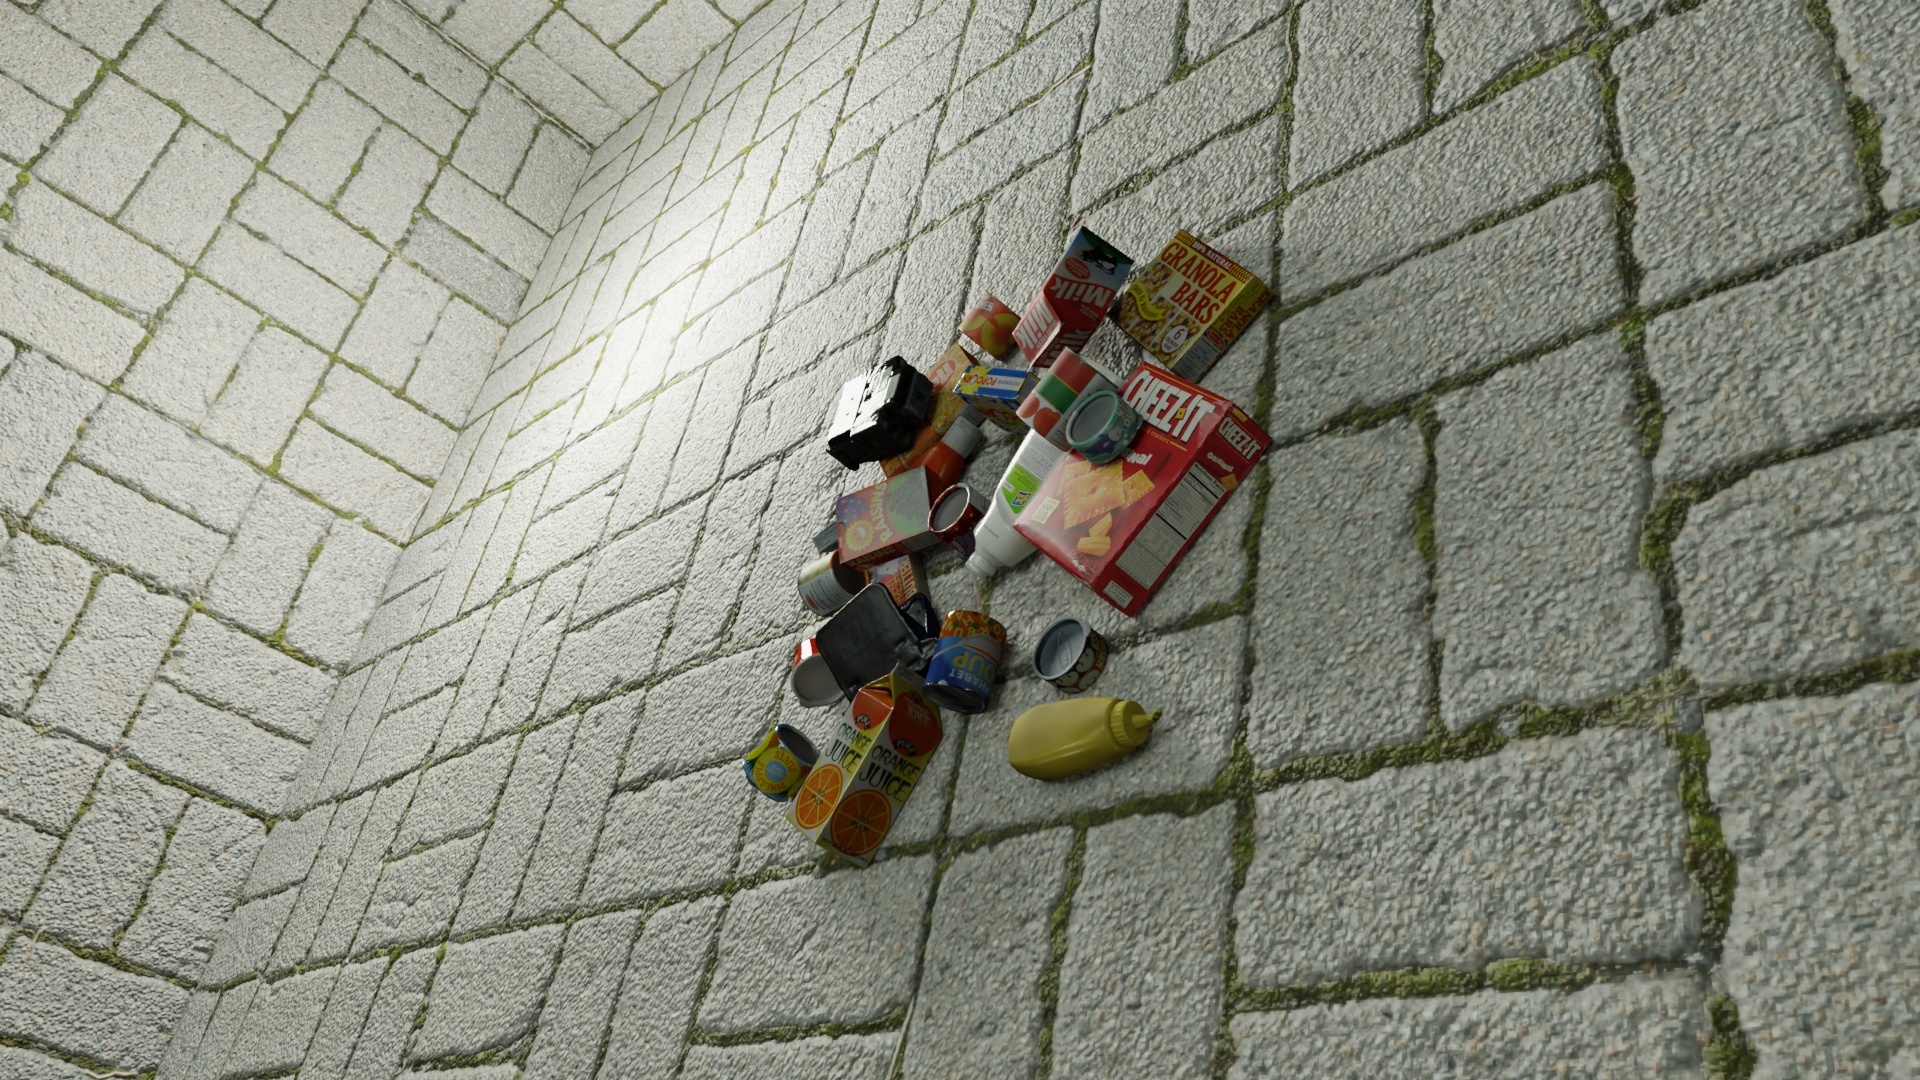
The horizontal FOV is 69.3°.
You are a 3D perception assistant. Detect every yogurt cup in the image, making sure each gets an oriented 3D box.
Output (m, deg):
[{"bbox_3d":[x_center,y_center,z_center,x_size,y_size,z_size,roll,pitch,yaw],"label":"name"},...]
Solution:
[{"bbox_3d":[-0.159,0.145,1.564,0.072,0.072,0.054,-47,25,11],"label":"yogurt cup"}]

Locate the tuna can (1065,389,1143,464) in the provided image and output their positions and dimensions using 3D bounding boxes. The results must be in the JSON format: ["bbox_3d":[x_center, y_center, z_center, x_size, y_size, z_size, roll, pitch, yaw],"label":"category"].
[{"bbox_3d":[0.136,-0.109,1.318,0.071,0.033,0.071,-34,35,28],"label":"tuna can"}]

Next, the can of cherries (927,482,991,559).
[{"bbox_3d":[0.005,-0.019,1.509,0.071,0.058,0.072,-32,38,30],"label":"can of cherries"}]

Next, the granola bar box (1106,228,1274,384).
[{"bbox_3d":[0.235,-0.244,1.443,0.124,0.039,0.166,-49,32,10],"label":"granola bar box"}]

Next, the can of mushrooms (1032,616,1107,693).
[{"bbox_3d":[0.103,0.105,1.291,0.071,0.033,0.071,-33,37,30],"label":"can of mushrooms"}]

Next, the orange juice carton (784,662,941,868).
[{"bbox_3d":[-0.087,0.220,1.393,0.073,0.071,0.193,18,76,56],"label":"orange juice carton"}]

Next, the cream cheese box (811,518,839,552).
[{"bbox_3d":[-0.126,-0.020,1.682,0.103,0.053,0.024,-35,75,27],"label":"cream cheese box"}]

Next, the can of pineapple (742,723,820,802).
[{"bbox_3d":[-0.194,0.242,1.512,0.057,0.071,0.071,-46,33,12],"label":"can of pineapple"}]

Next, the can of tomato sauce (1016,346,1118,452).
[{"bbox_3d":[0.104,-0.140,1.376,0.083,0.071,0.071,-52,32,9],"label":"can of tomato sauce"}]

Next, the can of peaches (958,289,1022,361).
[{"bbox_3d":[0.038,-0.260,1.682,0.058,0.071,0.071,-51,32,7],"label":"can of peaches"}]

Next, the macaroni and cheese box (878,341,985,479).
[{"bbox_3d":[-0.033,-0.149,1.697,0.166,0.040,0.124,-46,33,12],"label":"macaroni and cheese box"}]

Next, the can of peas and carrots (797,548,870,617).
[{"bbox_3d":[-0.148,0.048,1.637,0.058,0.071,0.071,-28,40,34],"label":"can of peas and carrots"}]

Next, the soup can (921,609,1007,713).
[{"bbox_3d":[0.007,0.119,1.371,0.071,0.071,0.084,-14,50,46],"label":"soup can"}]

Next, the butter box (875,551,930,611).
[{"bbox_3d":[-0.066,0.047,1.570,0.053,0.024,0.104,-40,35,19],"label":"butter box"}]

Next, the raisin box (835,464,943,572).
[{"bbox_3d":[-0.079,-0.023,1.574,0.123,0.040,0.086,-20,61,23],"label":"raisin box"}]

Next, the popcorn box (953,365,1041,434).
[{"bbox_3d":[0.062,-0.153,1.538,0.127,0.085,0.038,16,75,56],"label":"popcorn box"}]

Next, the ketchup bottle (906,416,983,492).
[{"bbox_3d":[-0.031,-0.076,1.622,0.149,0.043,0.065,-53,47,1],"label":"ketchup bottle"}]

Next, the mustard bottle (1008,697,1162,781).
[{"bbox_3d":[0.113,0.168,1.207,0.160,0.048,0.065,-19,46,41],"label":"mustard bottle"}]

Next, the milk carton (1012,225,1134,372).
[{"bbox_3d":[0.118,-0.254,1.504,0.072,0.073,0.192,-52,6,45],"label":"milk carton"}]
